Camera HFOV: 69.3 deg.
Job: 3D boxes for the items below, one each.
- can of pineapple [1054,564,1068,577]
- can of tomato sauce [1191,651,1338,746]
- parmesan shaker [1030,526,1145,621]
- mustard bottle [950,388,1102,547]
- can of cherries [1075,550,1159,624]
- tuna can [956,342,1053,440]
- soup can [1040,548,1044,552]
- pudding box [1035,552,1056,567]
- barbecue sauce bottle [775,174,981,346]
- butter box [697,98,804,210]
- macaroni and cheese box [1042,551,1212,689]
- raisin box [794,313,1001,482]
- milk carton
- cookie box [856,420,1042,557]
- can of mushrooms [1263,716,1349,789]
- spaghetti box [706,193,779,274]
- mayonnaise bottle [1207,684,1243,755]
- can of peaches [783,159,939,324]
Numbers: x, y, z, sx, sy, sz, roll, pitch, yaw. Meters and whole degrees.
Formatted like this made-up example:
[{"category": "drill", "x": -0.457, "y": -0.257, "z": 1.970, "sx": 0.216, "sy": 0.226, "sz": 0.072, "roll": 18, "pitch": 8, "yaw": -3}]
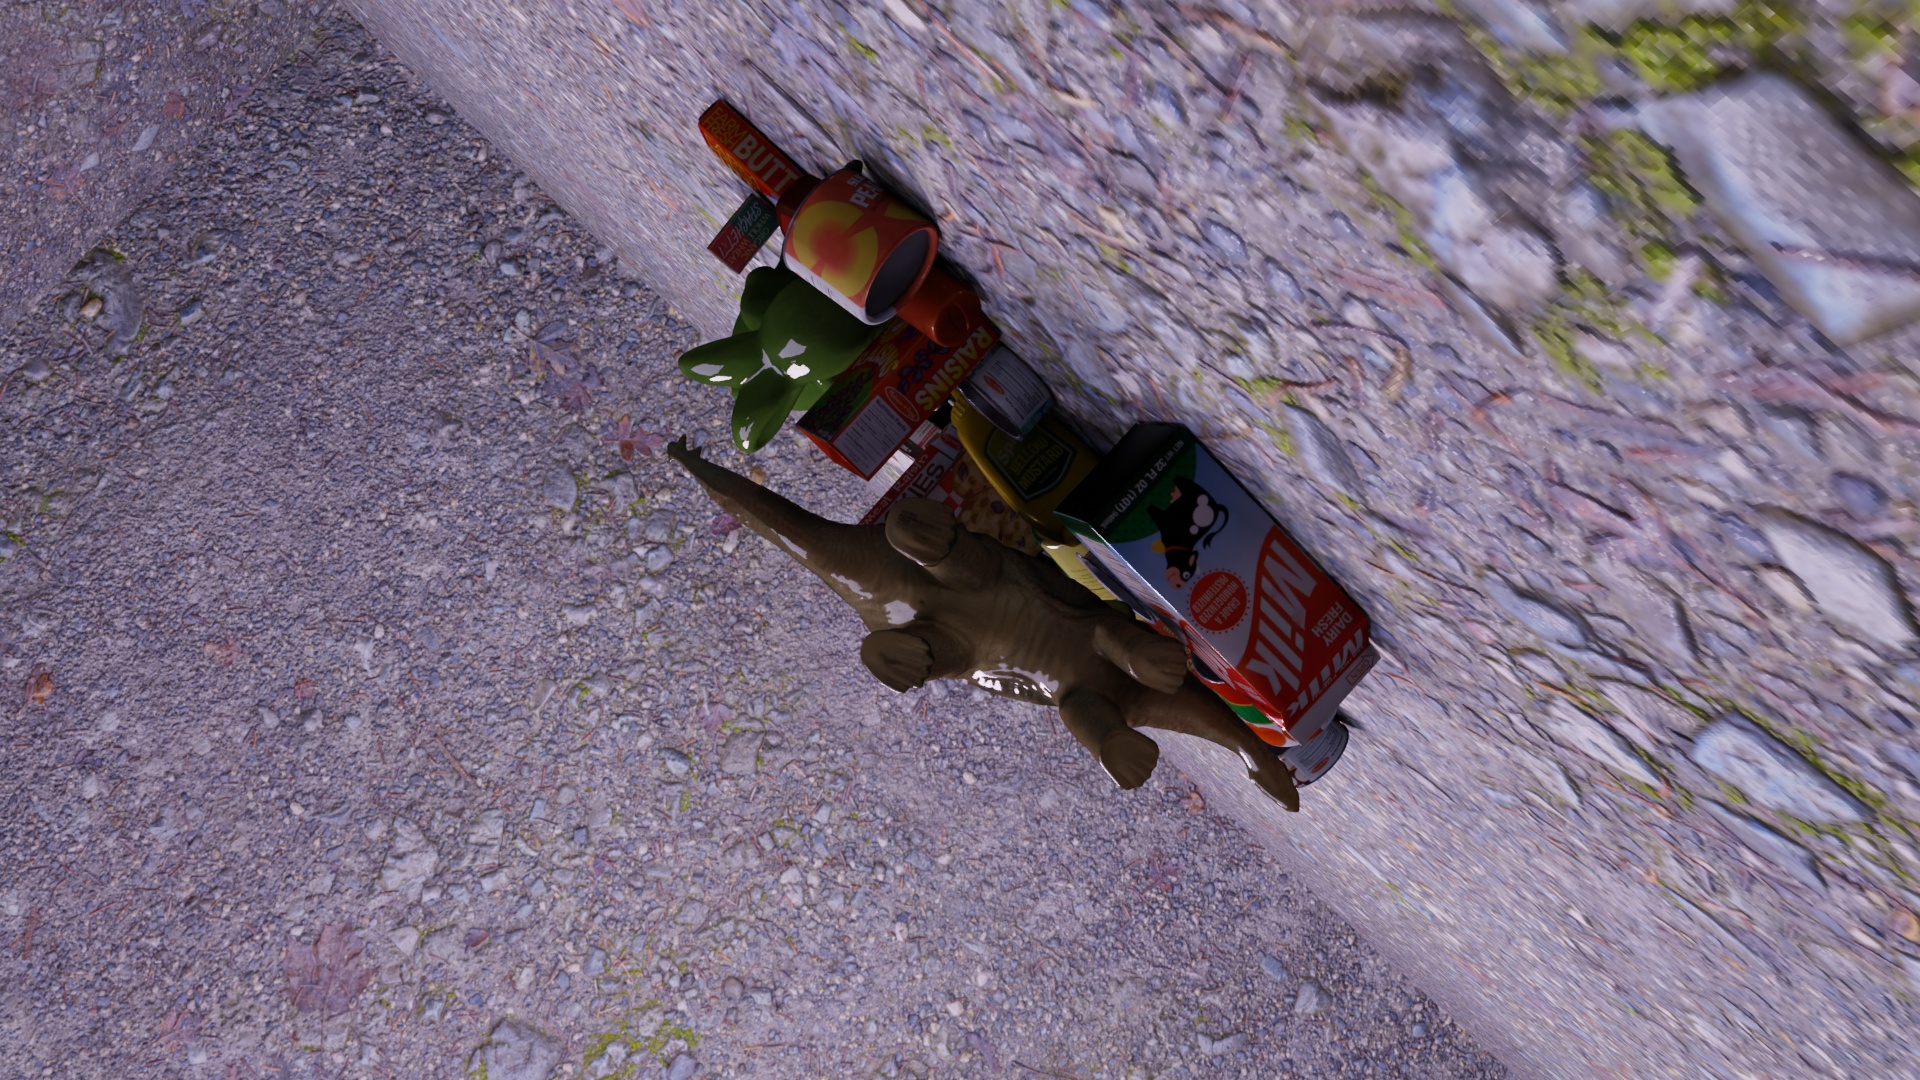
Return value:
[{"category": "can of pineapple", "x": 0.115, "y": 0.021, "z": 1.091, "sx": 0.071, "sy": 0.058, "sz": 0.071, "roll": 42, "pitch": 176, "yaw": 4}, {"category": "can of tomato sauce", "x": 0.199, "y": 0.087, "z": 0.909, "sx": 0.083, "sy": 0.071, "sz": 0.071, "roll": 45, "pitch": 175, "yaw": -33}, {"category": "parmesan shaker", "x": 0.106, "y": 0.005, "z": 0.998, "sx": 0.103, "sy": 0.071, "sz": 0.071, "roll": 47, "pitch": 174, "yaw": -38}, {"category": "mustard bottle", "x": 0.037, "y": -0.064, "z": 0.939, "sx": 0.160, "sy": 0.065, "sz": 0.048, "roll": 44, "pitch": -179, "yaw": 30}, {"category": "can of cherries", "x": 0.122, "y": 0.011, "z": 0.928, "sx": 0.071, "sy": 0.058, "sz": 0.071, "roll": 42, "pitch": 177, "yaw": 3}, {"category": "tuna can", "x": 0.025, "y": -0.098, "z": 0.893, "sx": 0.071, "sy": 0.033, "sz": 0.071, "roll": 42, "pitch": 176, "yaw": 4}, {"category": "soup can", "x": 0.043, "y": -0.034, "z": 1.125, "sx": 0.084, "sy": 0.071, "sz": 0.071, "roll": 42, "pitch": 175, "yaw": 16}, {"category": "pudding box", "x": 0.066, "y": 0.038, "z": 1.110, "sx": 0.050, "sy": 0.030, "sz": 0.083, "roll": 66, "pitch": -167, "yaw": 17}, {"category": "barbecue sauce bottle", "x": -0.048, "y": -0.165, "z": 0.831, "sx": 0.149, "sy": 0.044, "sz": 0.064, "roll": 39, "pitch": 171, "yaw": 34}, {"category": "butter box", "x": -0.125, "y": -0.240, "z": 0.913, "sx": 0.103, "sy": 0.024, "sz": 0.053, "roll": 42, "pitch": 177, "yaw": 4}, {"category": "macaroni and cheese box", "x": 0.139, "y": 0.054, "z": 1.191, "sx": 0.123, "sy": 0.040, "sz": 0.167, "roll": 31, "pitch": -176, "yaw": -42}, {"category": "raisin box", "x": -0.041, "y": -0.100, "z": 0.869, "sx": 0.040, "sy": 0.123, "sz": 0.086, "roll": 45, "pitch": 175, "yaw": -22}, {"category": "milk carton", "x": 0.147, "y": 0.026, "z": 0.757, "sx": 0.190, "sy": 0.072, "sz": 0.073, "roll": 44, "pitch": 176, "yaw": -13}, {"category": "cookie box", "x": 0.004, "y": -0.013, "z": 1.027, "sx": 0.040, "sy": 0.167, "sz": 0.122, "roll": 36, "pitch": 172, "yaw": 48}, {"category": "can of mushrooms", "x": 0.256, "y": 0.153, "z": 1.051, "sx": 0.033, "sy": 0.071, "sz": 0.071, "roll": 44, "pitch": 175, "yaw": -11}, {"category": "spaghetti box", "x": -0.162, "y": -0.226, "z": 1.038, "sx": 0.028, "sy": 0.050, "sz": 0.250, "roll": 40, "pitch": -177, "yaw": -14}, {"category": "mayonnaise bottle", "x": 0.251, "y": 0.160, "z": 1.227, "sx": 0.148, "sy": 0.065, "sz": 0.041, "roll": 41, "pitch": 174, "yaw": -38}, {"category": "can of peaches", "x": -0.052, "y": -0.161, "z": 0.756, "sx": 0.058, "sy": 0.071, "sz": 0.071, "roll": 38, "pitch": 174, "yaw": 15}]
